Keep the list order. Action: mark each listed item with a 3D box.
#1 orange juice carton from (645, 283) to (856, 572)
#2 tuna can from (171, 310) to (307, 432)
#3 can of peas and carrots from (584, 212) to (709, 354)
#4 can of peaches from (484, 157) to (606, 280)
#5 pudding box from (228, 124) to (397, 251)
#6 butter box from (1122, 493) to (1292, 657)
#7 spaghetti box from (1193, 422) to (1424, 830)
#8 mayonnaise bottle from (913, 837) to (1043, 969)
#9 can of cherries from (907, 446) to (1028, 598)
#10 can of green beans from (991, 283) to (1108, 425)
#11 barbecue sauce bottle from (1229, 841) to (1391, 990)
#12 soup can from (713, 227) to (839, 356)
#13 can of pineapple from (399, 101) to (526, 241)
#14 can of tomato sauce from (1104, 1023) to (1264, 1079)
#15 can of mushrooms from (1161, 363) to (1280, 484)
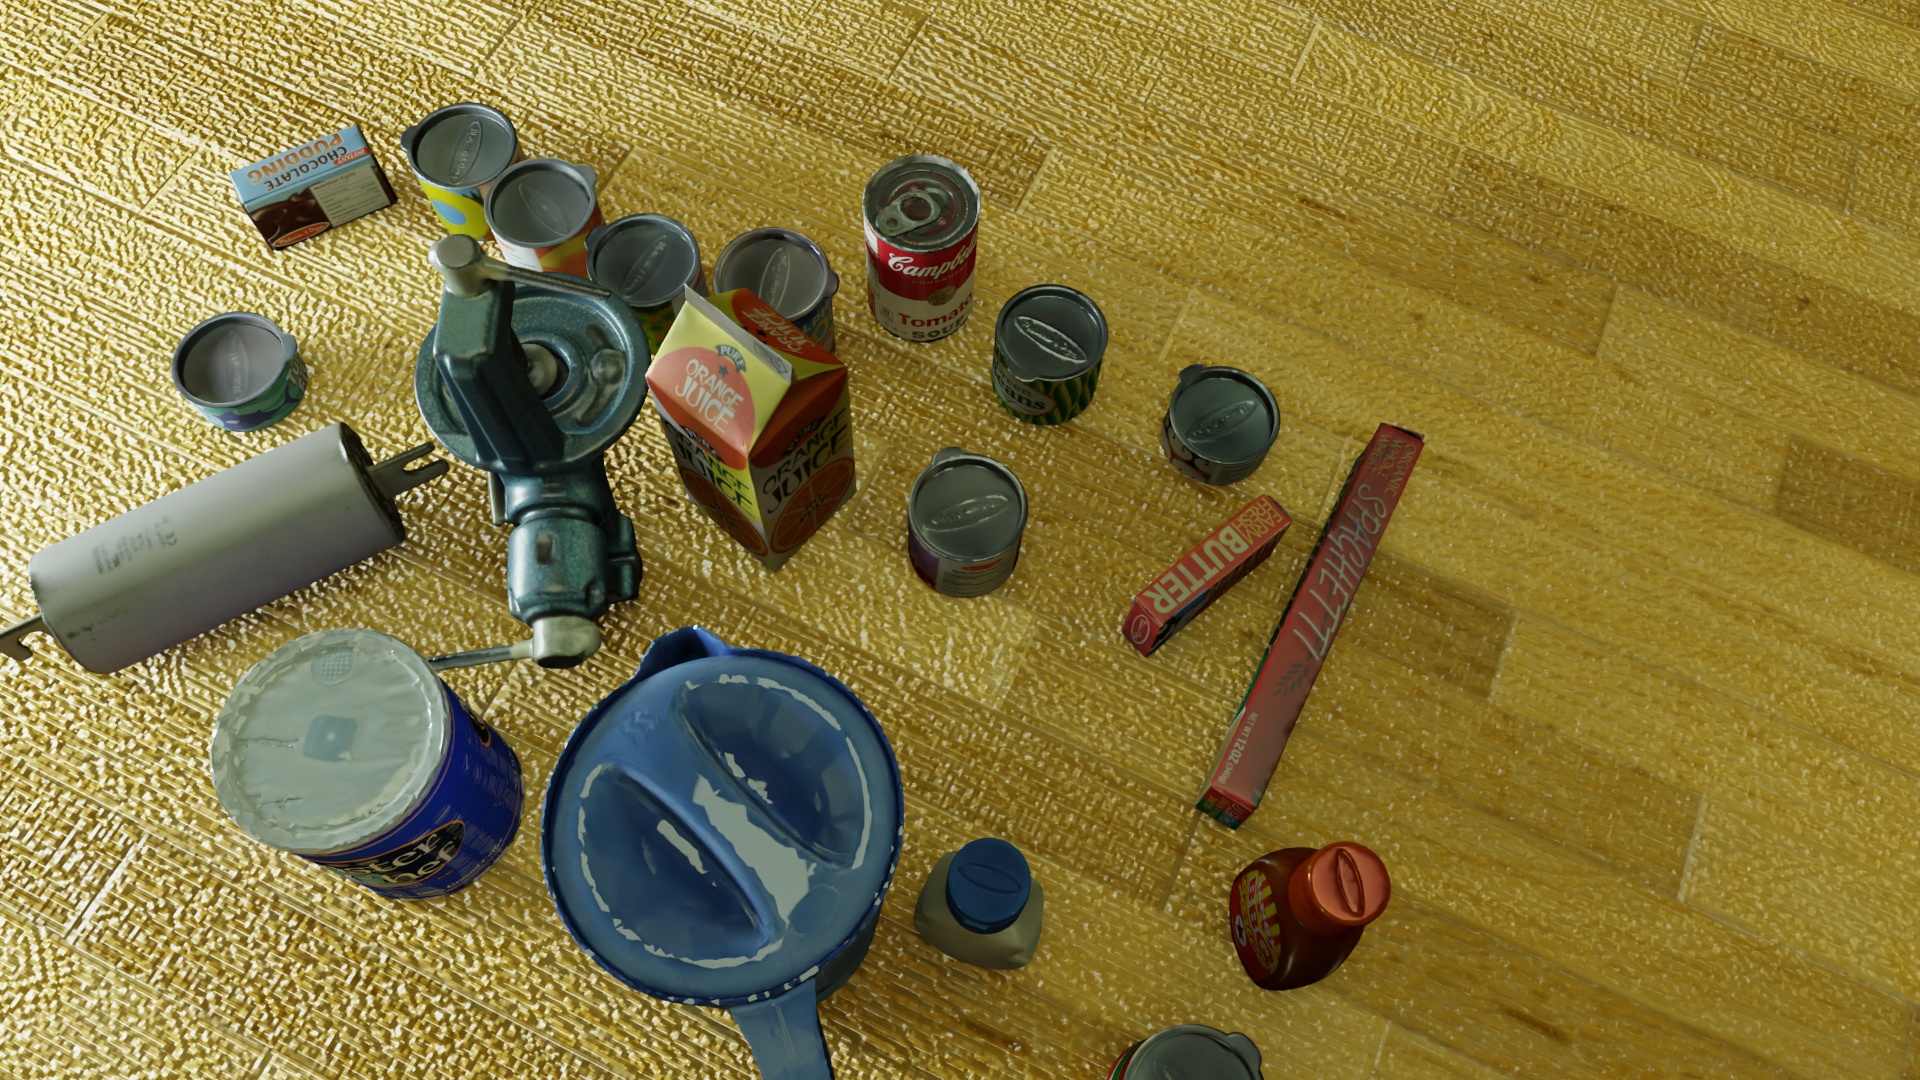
[{"bbox_3d":[-0.107,-0.063,0.733,0.072,0.192,0.073,39,71,14],"label":"orange juice carton"},{"bbox_3d":[-0.423,-0.100,0.823,0.071,0.032,0.071,1,66,-2],"label":"tuna can"},{"bbox_3d":[-0.190,-0.155,0.843,0.071,0.058,0.071,1,66,-2],"label":"can of peas and carrots"},{"bbox_3d":[-0.250,-0.193,0.857,0.071,0.057,0.071,1,66,-2],"label":"can of peaches"},{"bbox_3d":[-0.403,-0.220,0.868,0.084,0.049,0.030,-28,70,-13],"label":"pudding box"},{"bbox_3d":[0.138,0.020,0.782,0.104,0.053,0.024,-37,73,-16],"label":"butter box"},{"bbox_3d":[0.197,0.043,0.776,0.029,0.050,0.251,27,68,9],"label":"spaghetti box"},{"bbox_3d":[0.011,0.173,0.658,0.065,0.147,0.041,18,67,6],"label":"mayonnaise bottle"},{"bbox_3d":[0.003,-0.010,0.787,0.071,0.058,0.072,1,66,-2],"label":"can of cherries"},{"bbox_3d":[0.052,-0.110,0.833,0.071,0.057,0.071,1,66,-2],"label":"can of green beans"},{"bbox_3d":[0.165,0.175,0.663,0.044,0.148,0.065,-7,67,-5],"label":"barbecue sauce bottle"},{"bbox_3d":[-0.105,-0.133,0.823,0.071,0.083,0.071,1,67,-2],"label":"soup can"},{"bbox_3d":[-0.306,-0.231,0.872,0.071,0.057,0.071,1,66,-2],"label":"can of pineapple"},{"bbox_3d":[0.104,0.265,0.656,0.071,0.082,0.071,1,67,-2],"label":"can of tomato sauce"},{"bbox_3d":[0.154,-0.070,0.833,0.071,0.033,0.071,1,66,-2],"label":"can of mushrooms"}]
